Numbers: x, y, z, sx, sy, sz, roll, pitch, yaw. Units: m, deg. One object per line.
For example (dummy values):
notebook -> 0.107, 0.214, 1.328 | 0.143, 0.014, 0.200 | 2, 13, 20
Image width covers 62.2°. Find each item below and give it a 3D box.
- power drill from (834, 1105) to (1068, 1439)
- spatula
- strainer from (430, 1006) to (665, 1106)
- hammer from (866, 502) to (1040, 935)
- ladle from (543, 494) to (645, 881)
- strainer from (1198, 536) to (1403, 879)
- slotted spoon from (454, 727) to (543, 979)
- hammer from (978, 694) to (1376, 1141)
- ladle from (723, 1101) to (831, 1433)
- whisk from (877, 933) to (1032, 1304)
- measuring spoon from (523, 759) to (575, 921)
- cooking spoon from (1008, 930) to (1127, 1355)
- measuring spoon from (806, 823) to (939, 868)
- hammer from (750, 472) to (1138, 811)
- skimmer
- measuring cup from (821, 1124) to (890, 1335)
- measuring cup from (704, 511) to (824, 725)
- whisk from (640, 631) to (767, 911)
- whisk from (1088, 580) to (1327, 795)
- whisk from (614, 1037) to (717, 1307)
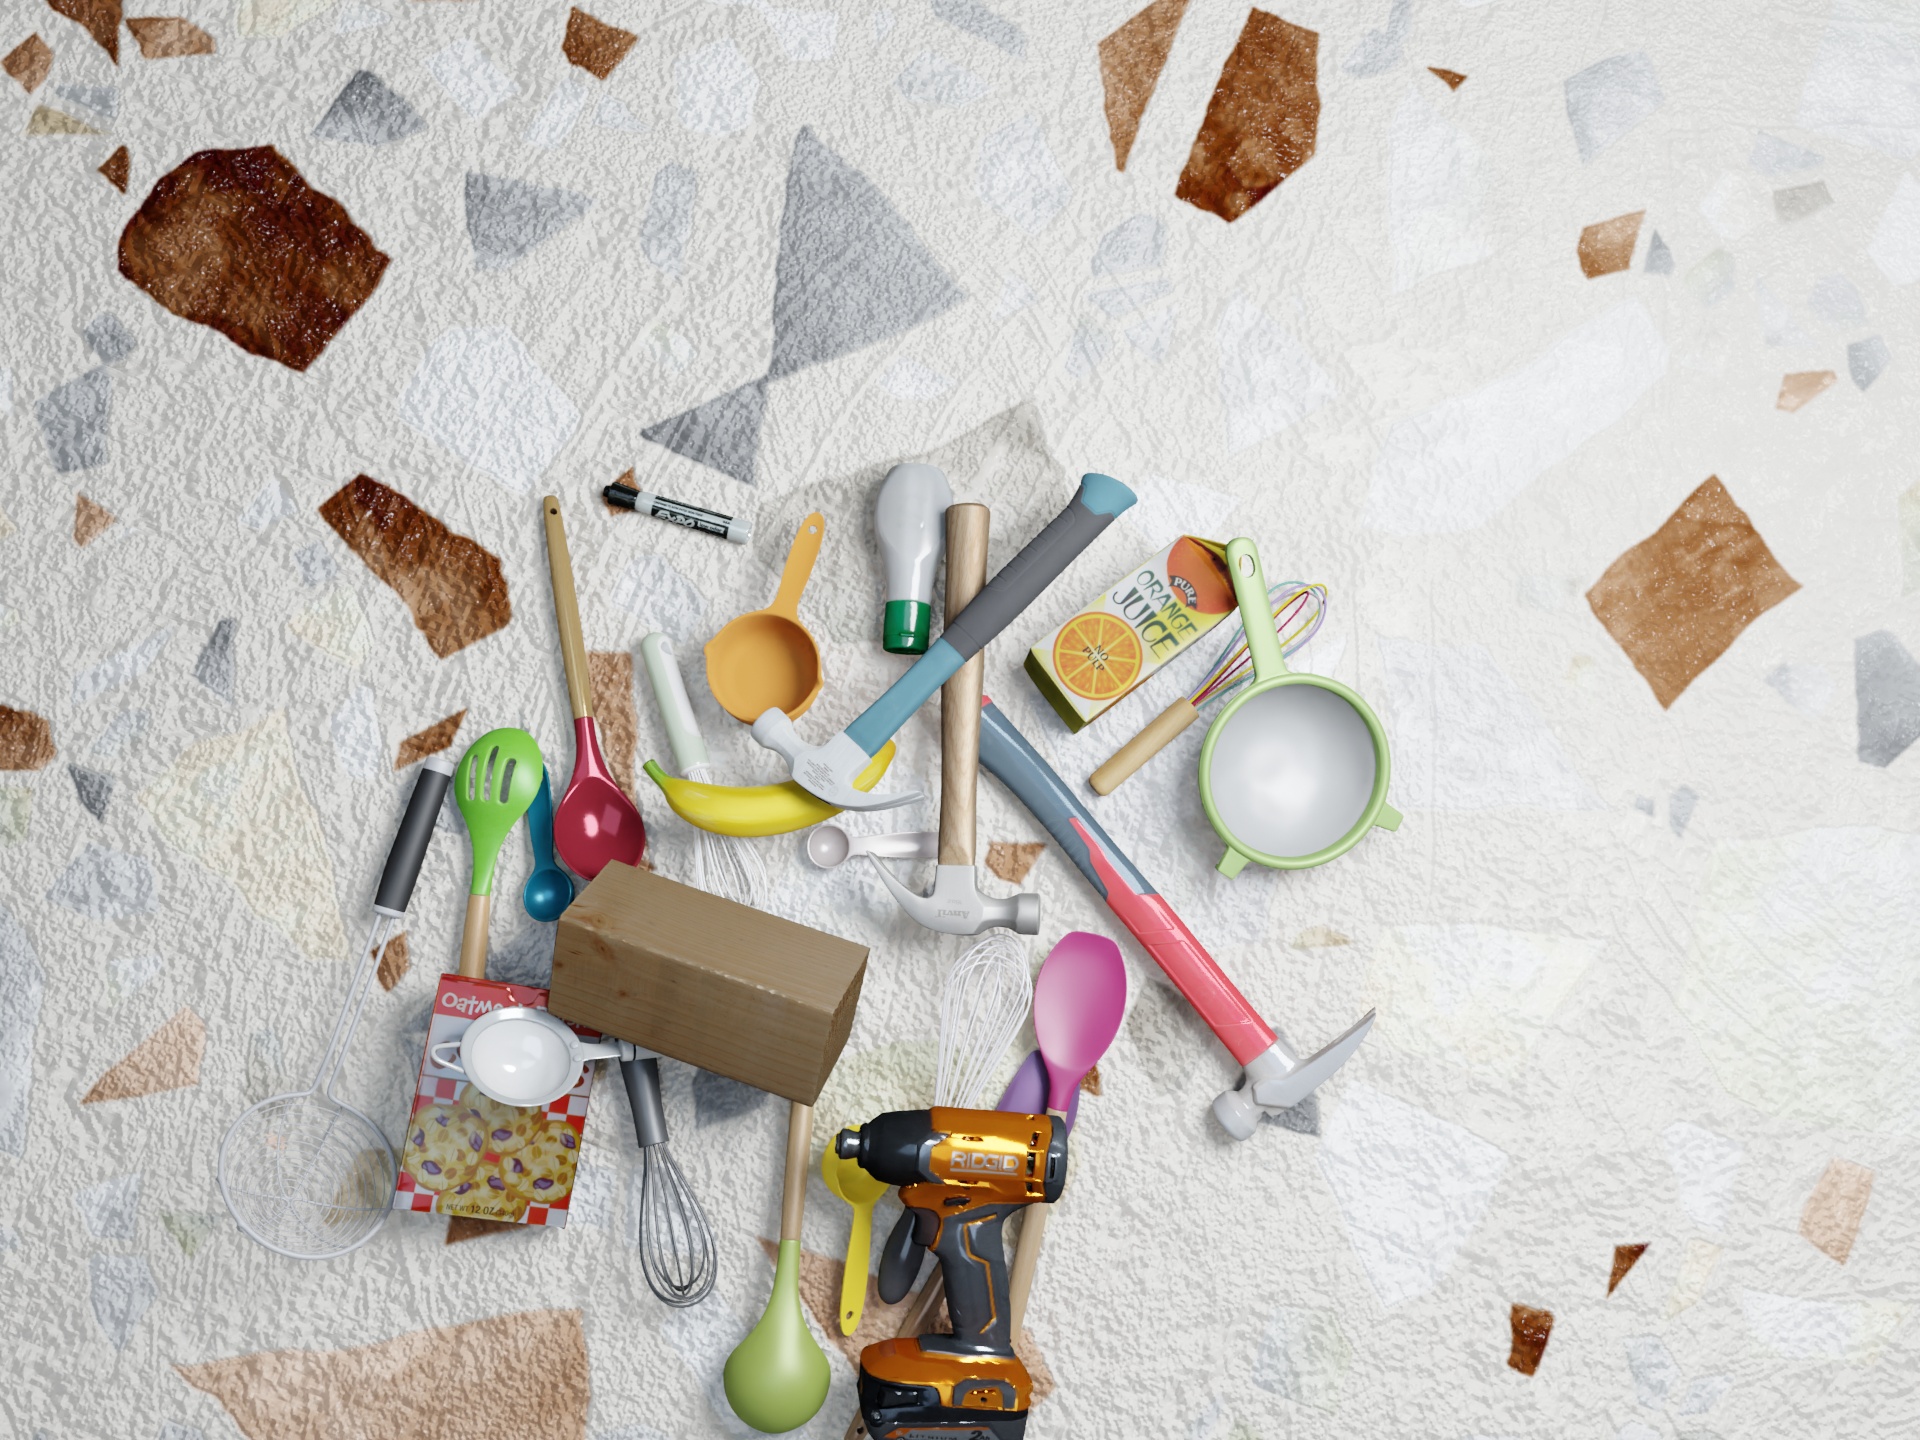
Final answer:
power drill -> -0.017, 0.387, 1.126 | 0.164, 0.084, 0.226 | 7, 88, -7
spatula -> 0.000, 0.395, 1.187 | 0.060, 0.018, 0.316 | 32, 80, -3
strainer -> -0.250, 0.241, 1.155 | 0.258, 0.050, 0.087 | -2, 43, -23
hammer -> -0.002, -0.004, 1.207 | 0.130, 0.031, 0.331 | 0, 79, 6
ladle -> -0.298, -0.026, 1.238 | 0.069, 0.031, 0.315 | -5, 78, -26
strainer -> 0.235, -0.015, 1.219 | 0.151, 0.069, 0.256 | -16, 97, -6
slotted spoon -> -0.366, 0.159, 1.206 | 0.070, 0.031, 0.314 | 3, 82, 10
hammer -> 0.142, 0.125, 1.212 | 0.143, 0.038, 0.386 | -41, 82, 11
ladle -> -0.124, 0.358, 1.183 | 0.078, 0.062, 0.320 | 6, 74, -6
whisk -> -0.009, 0.296, 1.186 | 0.070, 0.070, 0.284 | 18, 85, 1
measuring spoon -> -0.317, 0.093, 1.227 | 0.042, 0.021, 0.129 | -14, 72, 16
cooking spoon -> 0.067, 0.316, 1.189 | 0.069, 0.017, 0.319 | 12, 86, 8
measuring spoon -> -0.058, 0.098, 1.238 | 0.124, 0.018, 0.034 | 0, 81, -9
hammer -> 0.003, -0.064, 1.185 | 0.331, 0.033, 0.128 | -45, 77, -5
skimmer -> -0.432, 0.201, 1.165 | 0.127, 0.090, 0.363 | 23, 76, -31
measuring cup -> -0.082, 0.377, 1.182 | 0.062, 0.029, 0.156 | 3, 95, -42
measuring cup -> -0.138, -0.077, 1.242 | 0.095, 0.052, 0.174 | 18, 79, 1
whisk -> -0.201, 0.045, 1.223 | 0.059, 0.057, 0.246 | -25, 77, 24
whisk -> 0.196, -0.028, 1.252 | 0.245, 0.047, 0.051 | -40, 86, -4
whisk -> -0.225, 0.312, 1.179 | 0.055, 0.055, 0.239 | -14, 77, -4
